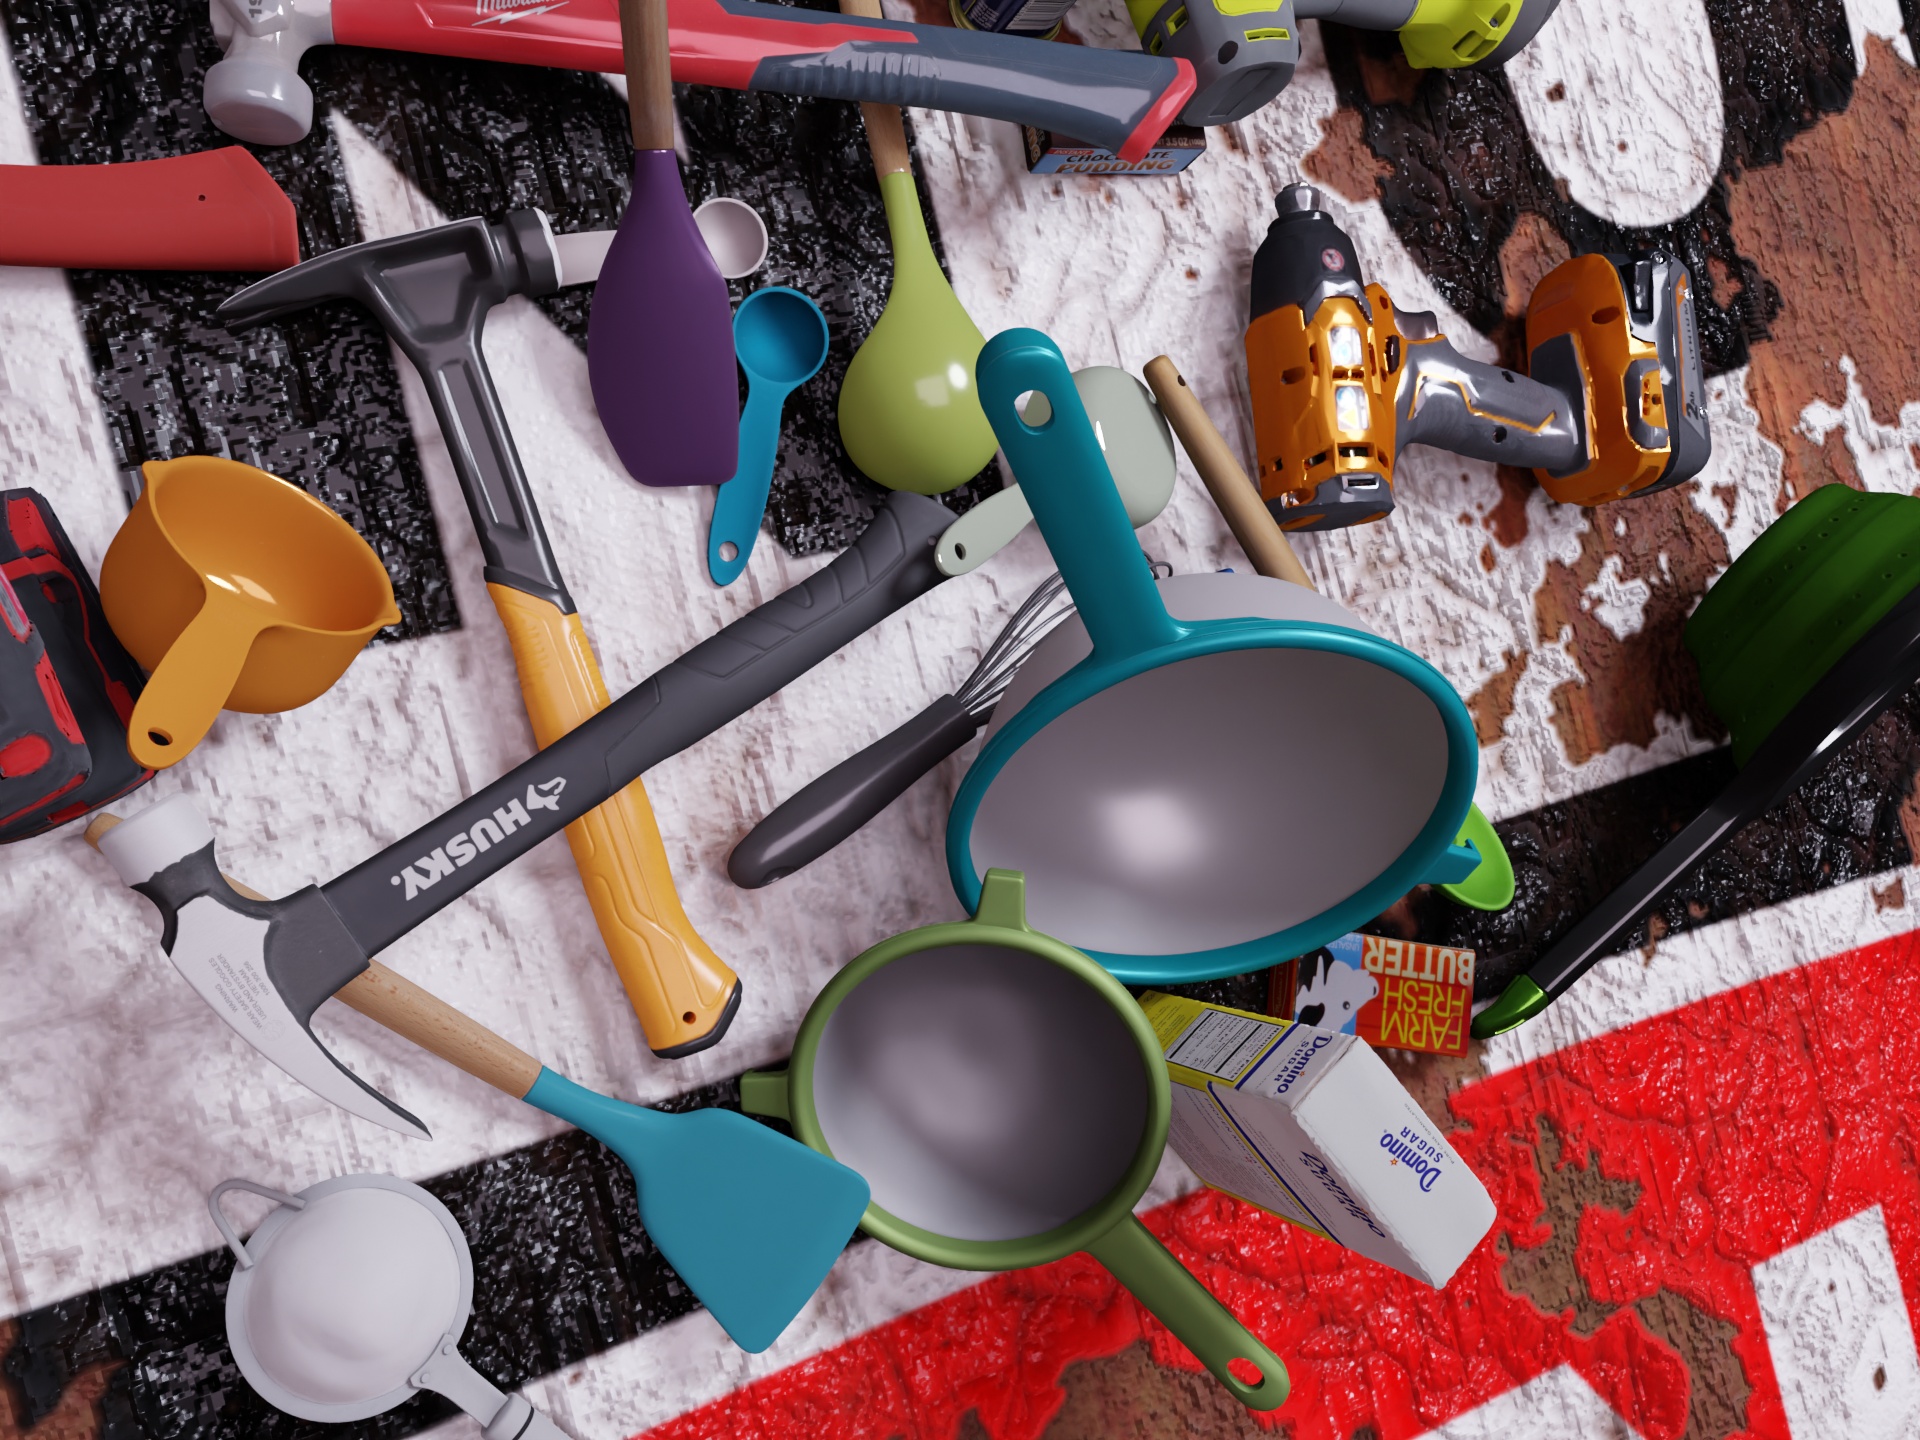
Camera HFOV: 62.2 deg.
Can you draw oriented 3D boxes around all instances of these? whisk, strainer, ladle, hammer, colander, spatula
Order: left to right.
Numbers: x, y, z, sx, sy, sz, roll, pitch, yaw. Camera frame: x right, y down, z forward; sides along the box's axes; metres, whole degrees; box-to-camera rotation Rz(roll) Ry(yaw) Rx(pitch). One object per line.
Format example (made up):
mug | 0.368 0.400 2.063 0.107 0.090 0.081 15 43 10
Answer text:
hammer | -0.418 -0.167 0.539 0.359 0.037 0.149 -3 86 -21
spatula | -0.184 0.126 0.600 0.317 0.044 0.082 35 92 -14
strainer | -0.174 0.257 0.596 0.258 0.050 0.087 47 57 -15
hammer | -0.168 -0.025 0.622 0.127 0.034 0.337 -21 94 -18
hammer | -0.124 0.013 0.599 0.335 0.035 0.146 -35 100 -22
spatula | -0.120 -0.243 0.601 0.059 0.018 0.315 -2 112 -4
hammer | -0.093 -0.288 0.642 0.386 0.038 0.143 2 83 -11
ladle | -0.039 -0.255 0.699 0.078 0.062 0.320 -7 81 -28
whisk | 0.000 -0.002 0.683 0.239 0.055 0.055 -36 98 -17
strainer | 0.045 0.179 0.656 0.151 0.069 0.256 -41 99 15
strainer | 0.071 -0.028 0.608 0.211 0.095 0.340 -20 134 11
colander | 0.380 0.001 0.804 0.397 0.204 0.095 -41 66 -4

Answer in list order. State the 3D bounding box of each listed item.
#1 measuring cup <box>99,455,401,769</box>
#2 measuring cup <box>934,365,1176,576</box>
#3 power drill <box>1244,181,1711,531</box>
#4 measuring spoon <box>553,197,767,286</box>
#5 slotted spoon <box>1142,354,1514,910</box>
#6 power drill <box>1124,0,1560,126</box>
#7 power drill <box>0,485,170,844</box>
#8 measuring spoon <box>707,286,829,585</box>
measuring cup | -0.247 -0.021 0.518 0.095 0.174 0.052 34 114 -24
measuring cup | 0.043 -0.100 0.672 0.167 0.038 0.083 -42 111 -49
power drill | 0.244 -0.179 0.776 0.226 0.084 0.164 -5 87 -18
measuring spoon | -0.142 -0.193 0.663 0.124 0.018 0.034 -12 92 -15
slotted spoon | 0.171 -0.035 0.741 0.313 0.031 0.070 55 41 -15
power drill | 0.163 -0.385 0.750 0.228 0.080 0.190 -15 83 -26
power drill | -0.305 -0.031 0.471 0.078 0.220 0.143 -29 96 -21
measuring spoon | -0.089 -0.120 0.677 0.042 0.021 0.128 14 90 -19
